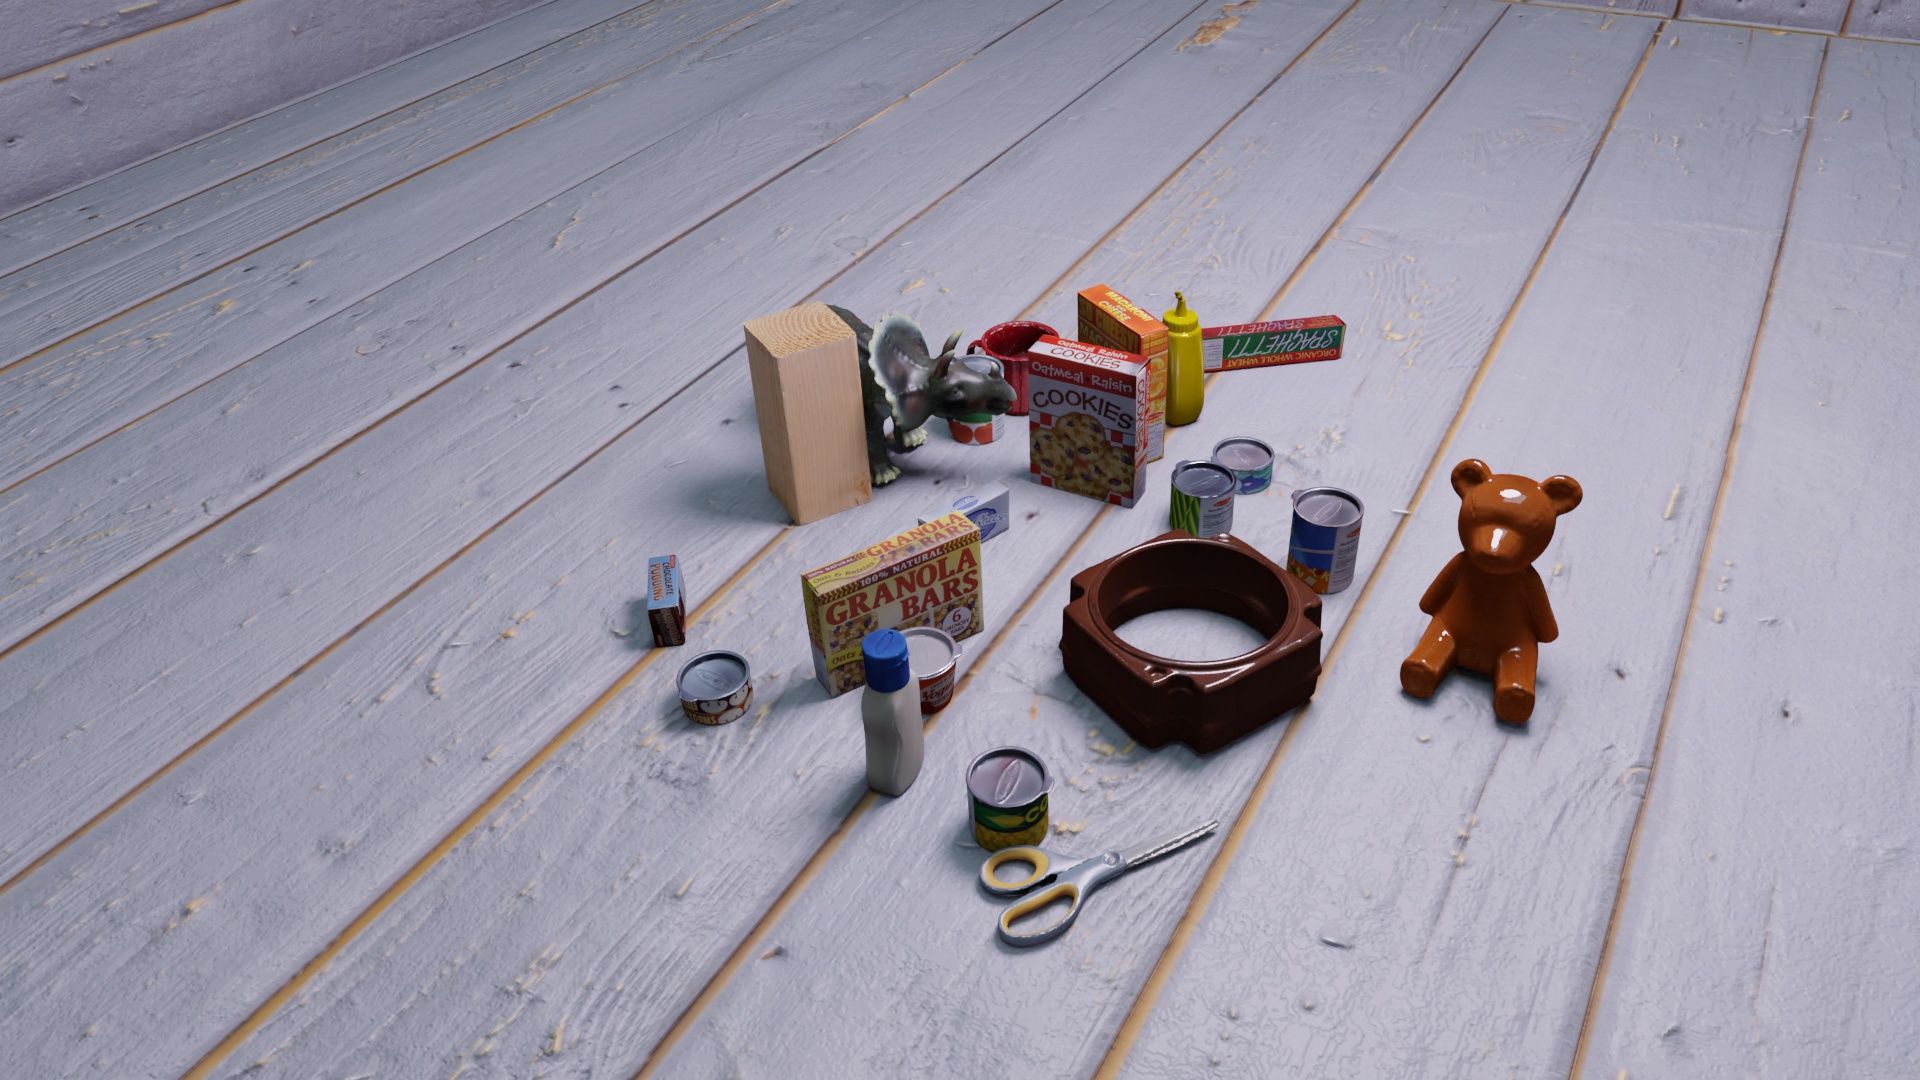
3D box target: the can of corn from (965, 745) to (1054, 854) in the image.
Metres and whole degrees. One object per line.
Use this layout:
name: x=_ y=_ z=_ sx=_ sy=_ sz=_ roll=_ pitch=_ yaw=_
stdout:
can of corn: x=0.041 y=0.209 z=1.116 sx=0.071 sy=0.058 sz=0.071 roll=-2 pitch=37 yaw=2

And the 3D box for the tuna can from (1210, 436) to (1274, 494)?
tuna can: x=0.302 y=-0.081 z=1.499 sx=0.071 sy=0.032 sz=0.071 roll=-2 pitch=37 yaw=2

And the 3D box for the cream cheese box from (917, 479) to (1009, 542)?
cream cheese box: x=0.005 y=-0.018 z=1.421 sx=0.104 sy=0.053 sz=0.024 roll=-27 pitch=43 yaw=-28

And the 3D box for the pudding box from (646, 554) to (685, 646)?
pudding box: x=-0.284 y=0.058 z=1.346 sx=0.030 sy=0.049 sz=0.084 roll=-8 pitch=37 yaw=-6

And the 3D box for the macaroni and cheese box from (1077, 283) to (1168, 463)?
macaroni and cheese box: x=0.177 y=-0.183 z=1.533 sx=0.040 sy=0.165 sz=0.124 roll=-21 pitch=40 yaw=-22

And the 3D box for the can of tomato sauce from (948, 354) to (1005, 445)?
can of tomato sauce: x=0.016 y=-0.161 z=1.584 sx=0.071 sy=0.082 sz=0.071 roll=-2 pitch=37 yaw=2

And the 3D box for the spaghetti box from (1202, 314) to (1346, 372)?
spaghetti box: x=0.341 y=-0.235 z=1.685 sx=0.250 sy=0.050 sz=0.029 roll=-6 pitch=37 yaw=-4

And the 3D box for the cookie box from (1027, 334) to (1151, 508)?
cookie box: x=0.134 y=-0.125 z=1.459 sx=0.123 sy=0.166 sz=0.040 roll=16 pitch=41 yaw=24

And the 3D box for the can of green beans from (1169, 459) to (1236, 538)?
can of green beans: x=0.249 y=-0.041 z=1.430 sx=0.071 sy=0.057 sz=0.071 roll=-2 pitch=37 yaw=2

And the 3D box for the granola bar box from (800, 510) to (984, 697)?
granola bar box: x=-0.059 y=0.057 z=1.269 sx=0.166 sy=0.123 sz=0.039 roll=-23 pitch=41 yaw=-24

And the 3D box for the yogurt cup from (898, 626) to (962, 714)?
yogurt cup: x=-0.035 y=0.118 z=1.244 sx=0.072 sy=0.053 sz=0.073 roll=-2 pitch=37 yaw=2

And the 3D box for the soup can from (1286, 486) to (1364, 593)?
soup can: x=0.351 y=-0.001 z=1.349 sx=0.071 sy=0.083 sz=0.072 roll=-2 pitch=37 yaw=2

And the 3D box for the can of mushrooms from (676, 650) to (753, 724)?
can of mushrooms: x=-0.223 y=0.134 z=1.254 sx=0.071 sy=0.033 sz=0.071 roll=-2 pitch=37 yaw=2

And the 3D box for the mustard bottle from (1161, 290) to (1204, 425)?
mustard bottle: x=0.247 y=-0.210 z=1.568 sx=0.049 sy=0.159 sz=0.065 roll=-17 pitch=39 yaw=-17

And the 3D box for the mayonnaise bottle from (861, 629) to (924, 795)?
mayonnaise bottle: x=-0.057 y=0.139 z=1.142 sx=0.041 sy=0.147 sz=0.065 roll=11 pitch=40 yaw=19
